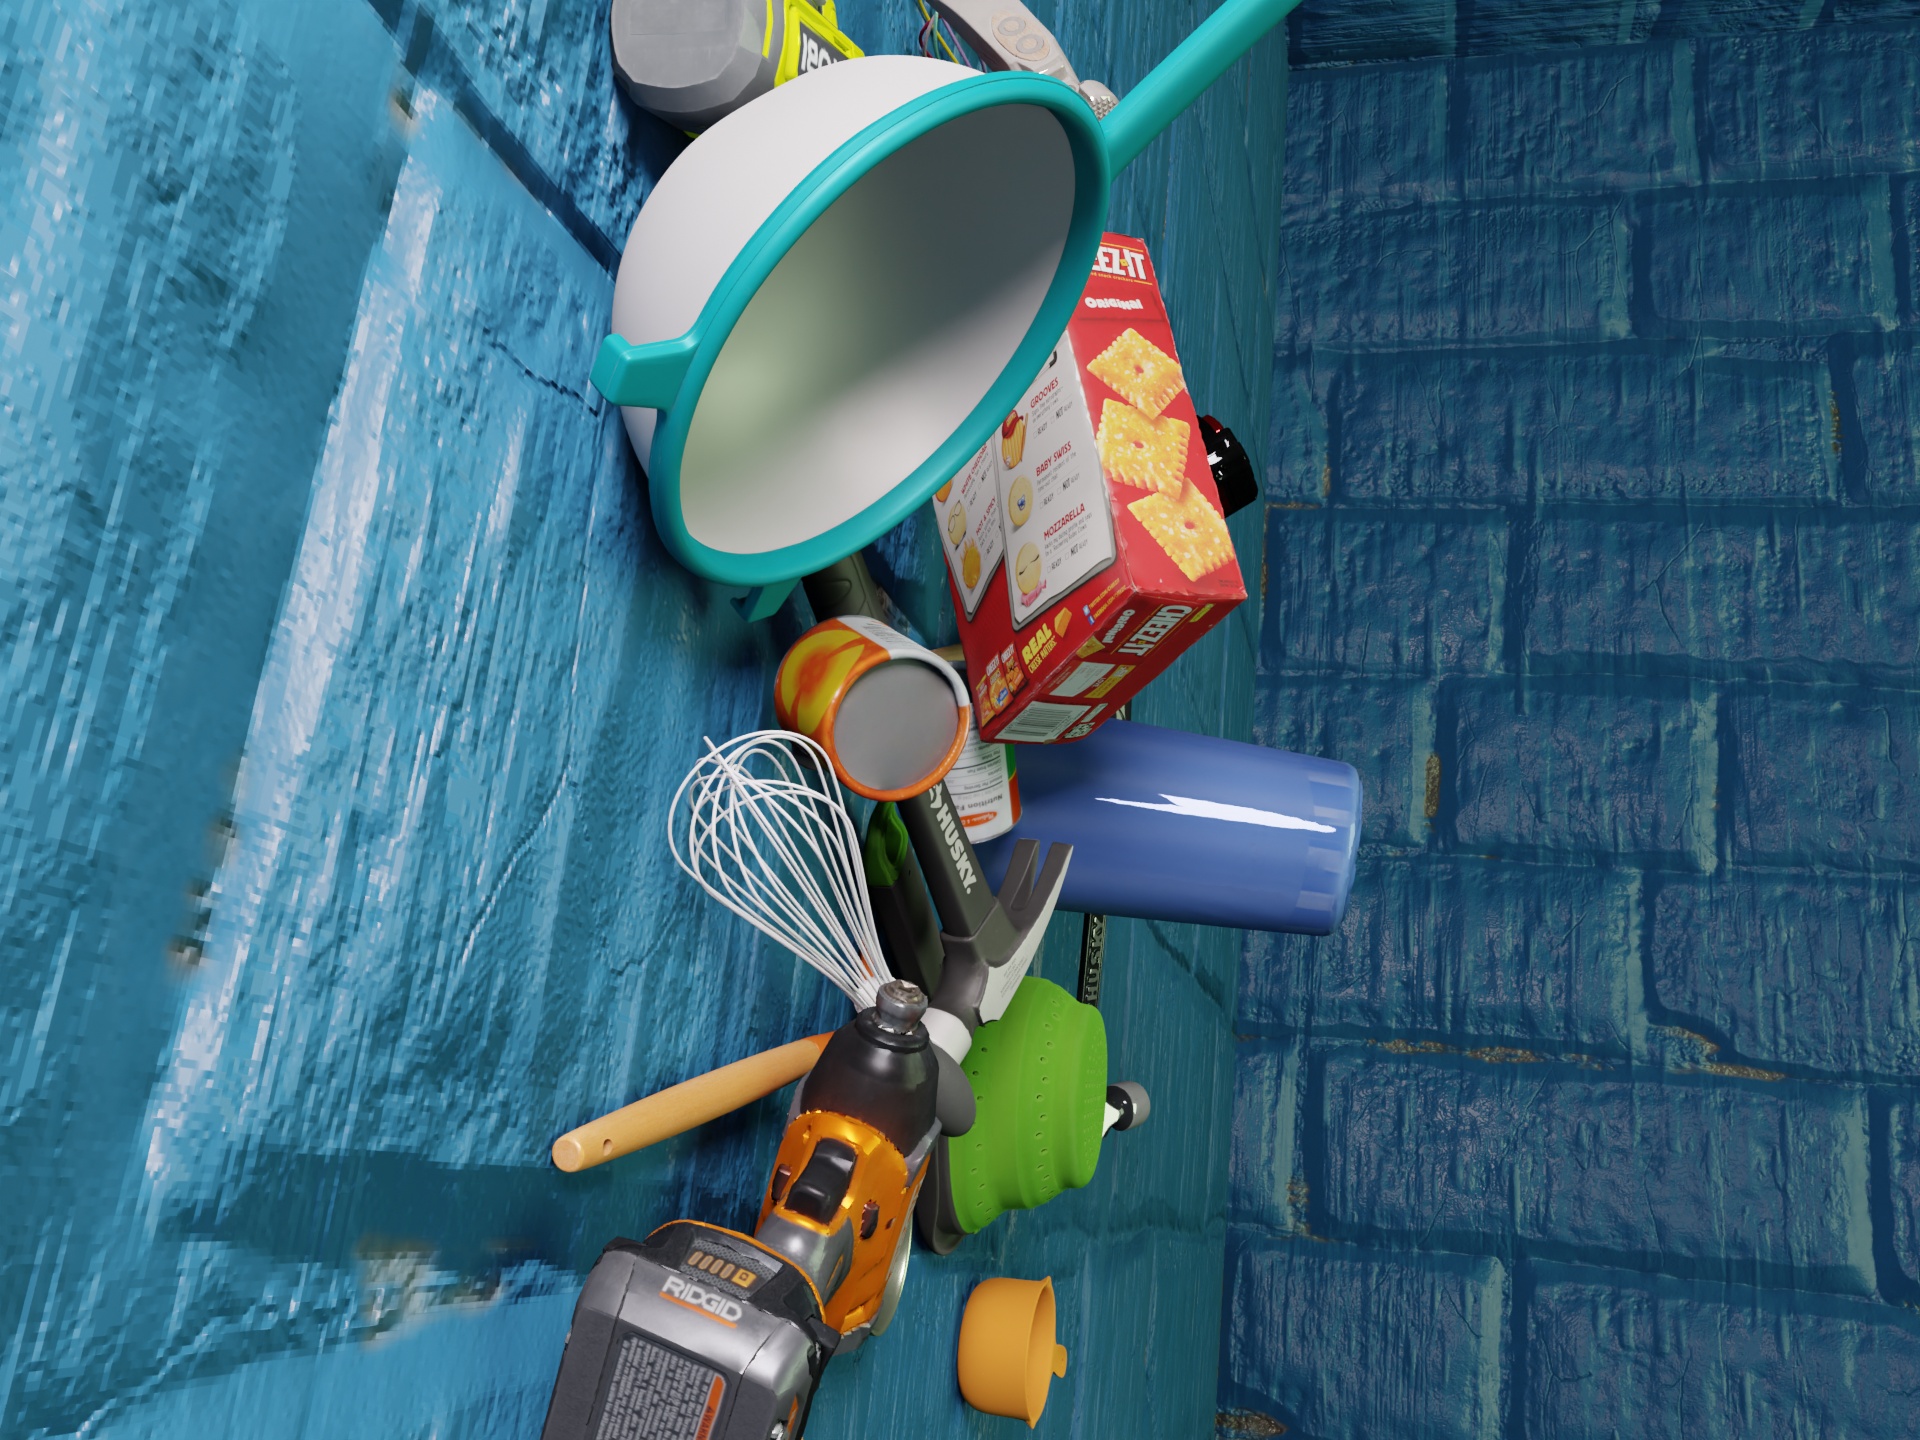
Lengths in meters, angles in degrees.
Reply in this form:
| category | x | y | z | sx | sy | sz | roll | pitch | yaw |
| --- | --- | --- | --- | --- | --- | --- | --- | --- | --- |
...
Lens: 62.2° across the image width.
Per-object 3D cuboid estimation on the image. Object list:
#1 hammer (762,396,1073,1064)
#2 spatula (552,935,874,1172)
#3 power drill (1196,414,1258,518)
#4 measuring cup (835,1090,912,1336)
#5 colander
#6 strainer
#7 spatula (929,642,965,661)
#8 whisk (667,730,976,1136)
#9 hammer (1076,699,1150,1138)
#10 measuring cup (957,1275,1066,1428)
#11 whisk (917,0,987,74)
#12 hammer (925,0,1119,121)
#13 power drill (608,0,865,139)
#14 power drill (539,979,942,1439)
| category | x | y | z | sx | sy | sz | roll | pitch | yaw |
| --- | --- | --- | --- | --- | --- | --- | --- | --- | --- |
| hammer | -0.027 | 0.002 | 0.749 | 0.146 | 0.035 | 0.334 | -52 | 133 | -40 |
| spatula | -0.085 | 0.149 | 0.685 | 0.322 | 0.041 | 0.081 | 4 | 86 | -70 |
| power drill | 0.112 | -0.244 | 1.109 | 0.227 | 0.080 | 0.187 | 61 | 9 | 13 |
| measuring cup | -0.057 | 0.224 | 0.753 | 0.083 | 0.038 | 0.167 | -69 | 156 | -49 |
| colander | 0.025 | 0.177 | 0.928 | 0.396 | 0.094 | 0.205 | 75 | 21 | -48 |
| strainer | -0.006 | -0.200 | 0.581 | 0.340 | 0.095 | 0.210 | -44 | 163 | -9 |
| spatula | 0.061 | -0.056 | 1.026 | 0.316 | 0.018 | 0.060 | -16 | 104 | -55 |
| whisk | -0.044 | 0.104 | 0.686 | 0.284 | 0.070 | 0.070 | 64 | 31 | -43 |
| hammer | 0.097 | 0.106 | 1.151 | 0.149 | 0.036 | 0.409 | 1 | 95 | -47 |
| measuring cup | 0.039 | 0.436 | 1.100 | 0.173 | 0.052 | 0.095 | 65 | 31 | -62 |
| whisk | 0.017 | -0.377 | 0.961 | 0.245 | 0.047 | 0.051 | 23 | 68 | -77 |
| hammer | 0.052 | -0.250 | 0.954 | 0.146 | 0.038 | 0.410 | 55 | -8 | 27 |
| power drill | -0.064 | -0.324 | 0.616 | 0.190 | 0.080 | 0.228 | -17 | 111 | -72 |
| power drill | -0.066 | 0.198 | 0.590 | 0.226 | 0.084 | 0.164 | -35 | 143 | -73 |
